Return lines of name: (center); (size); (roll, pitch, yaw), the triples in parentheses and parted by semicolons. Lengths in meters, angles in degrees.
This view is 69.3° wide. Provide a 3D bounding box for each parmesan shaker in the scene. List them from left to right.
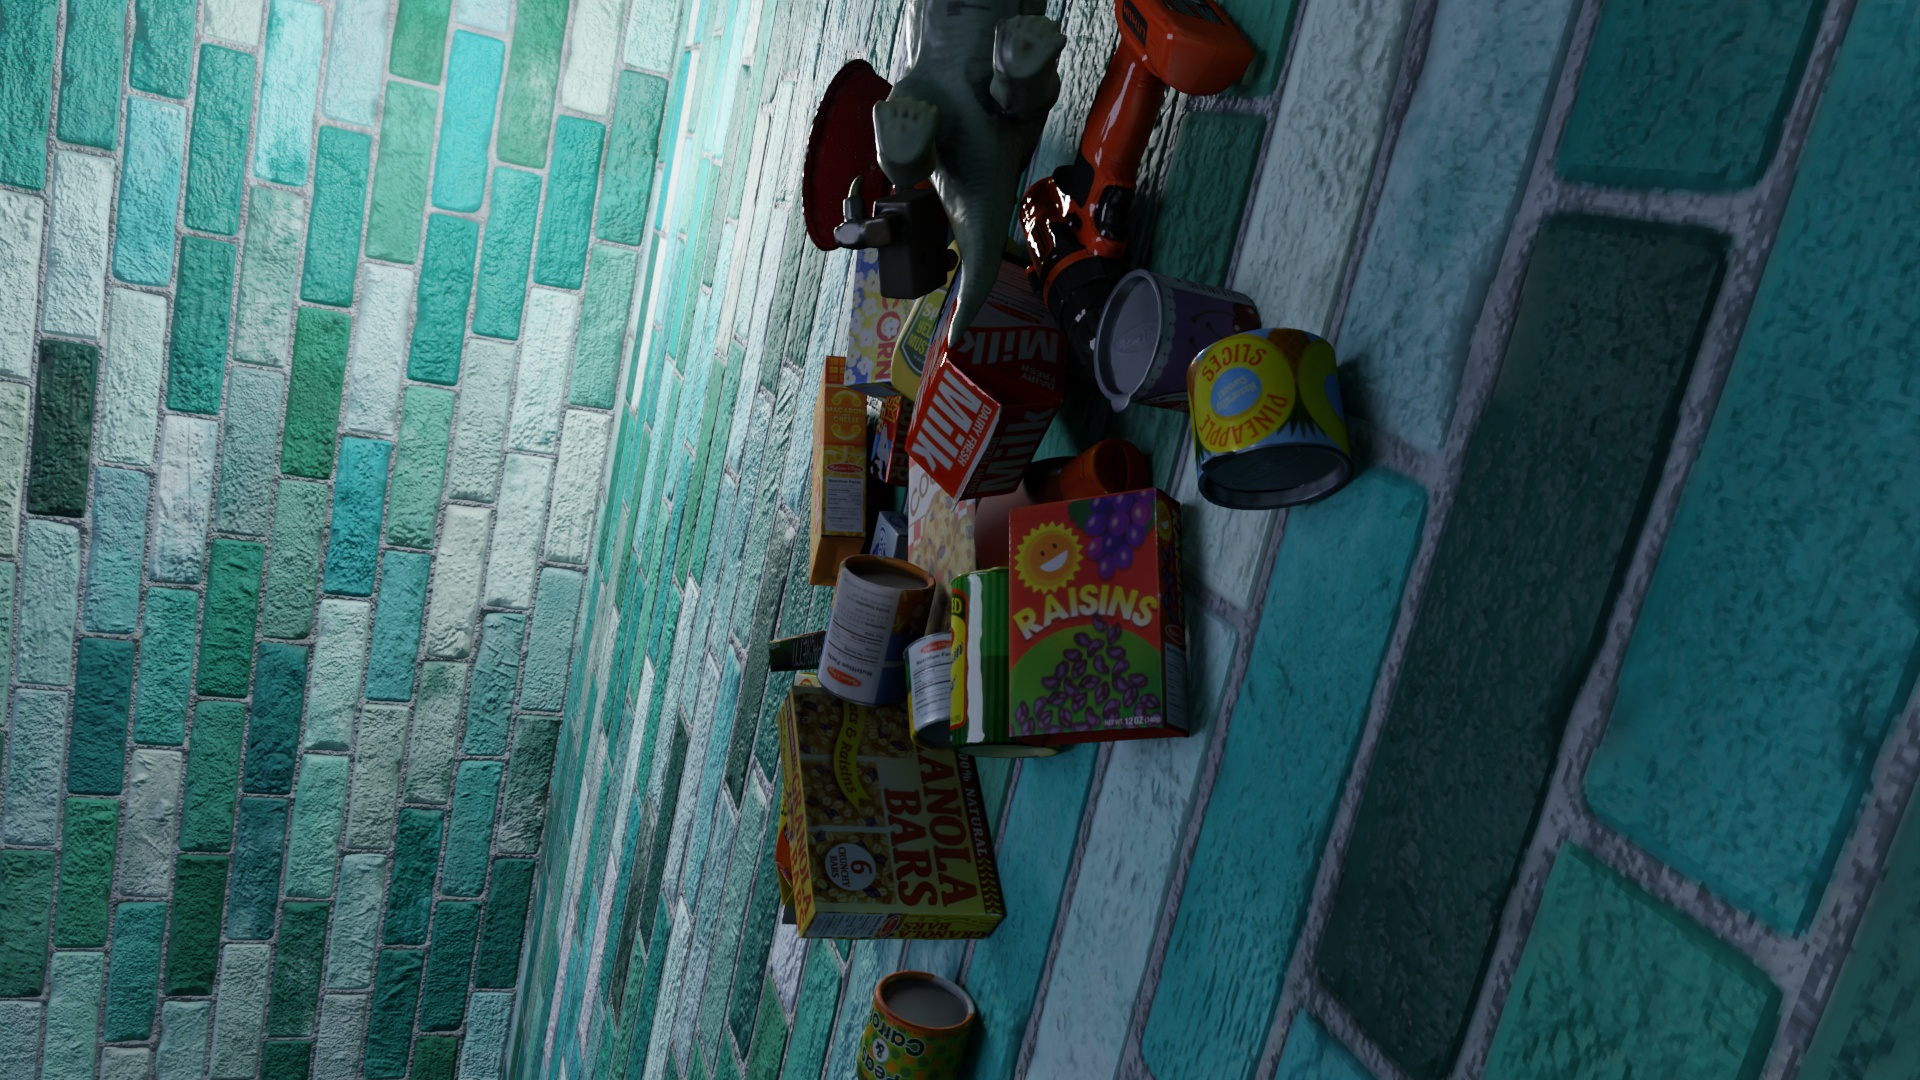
parmesan shaker: (0.026, 0.074, 0.823); (0.071, 0.071, 0.103); (147, 128, -62)

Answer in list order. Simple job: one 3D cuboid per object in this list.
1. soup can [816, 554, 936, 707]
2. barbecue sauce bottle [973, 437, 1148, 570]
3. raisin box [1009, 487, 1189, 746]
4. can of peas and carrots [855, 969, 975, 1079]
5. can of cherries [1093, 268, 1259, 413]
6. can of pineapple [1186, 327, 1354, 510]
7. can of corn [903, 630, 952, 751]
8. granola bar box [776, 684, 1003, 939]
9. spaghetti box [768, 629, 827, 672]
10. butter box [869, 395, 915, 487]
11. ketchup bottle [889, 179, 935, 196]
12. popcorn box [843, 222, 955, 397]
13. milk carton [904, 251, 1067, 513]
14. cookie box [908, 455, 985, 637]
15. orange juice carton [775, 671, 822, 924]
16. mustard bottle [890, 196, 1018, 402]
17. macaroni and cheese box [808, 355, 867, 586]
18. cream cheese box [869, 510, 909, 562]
soup can: (-0.055, 0.059, 0.934); (0.071, 0.071, 0.083); (-131, 51, -62)
barbecue sauce bottle: (0.057, -0.021, 0.817); (0.148, 0.044, 0.065); (148, 127, -62)
raisin box: (0.071, 0.040, 0.714); (0.086, 0.040, 0.123); (-9, 71, 27)
can of peas and carrots: (-0.030, 0.316, 0.879); (0.071, 0.071, 0.058); (-138, 59, -64)
can of cherries: (0.107, -0.095, 0.697); (0.071, 0.058, 0.071); (-171, 89, -67)
can of pineapple: (0.133, -0.053, 0.605); (0.070, 0.071, 0.058); (136, 136, -57)
can of corn: (0.000, 0.098, 0.890); (0.070, 0.071, 0.058); (129, 142, -52)
granola bar box: (-0.049, 0.176, 0.901); (0.038, 0.124, 0.166); (117, 151, -41)
spaghetti box: (-0.102, 0.086, 1.097); (0.249, 0.050, 0.028); (162, 104, -69)
butter box: (-0.048, -0.098, 1.124); (0.053, 0.024, 0.103); (-148, 67, -67)
ketchup bottle: (-0.040, -0.264, 1.134); (0.065, 0.043, 0.148); (-123, 44, -70)
popcorn box: (-0.042, -0.178, 1.072); (0.085, 0.038, 0.127); (0, 81, 37)
milk carton: (0.017, -0.097, 0.828); (0.191, 0.073, 0.072); (-81, 14, -52)
cookie box: (0.003, -0.012, 0.949); (0.122, 0.040, 0.168); (147, 126, -62)
orange juice carton: (-0.095, 0.201, 1.075); (0.073, 0.072, 0.193); (170, 107, -67)
mustard bottle: (0.003, -0.169, 0.972); (0.065, 0.049, 0.159); (33, 115, 22)
macaroni and cheese box: (-0.106, -0.058, 1.205); (0.123, 0.040, 0.167); (117, 154, -66)
cream cheese box: (-0.058, 0.034, 1.104); (0.053, 0.024, 0.103); (-133, 54, -61)
